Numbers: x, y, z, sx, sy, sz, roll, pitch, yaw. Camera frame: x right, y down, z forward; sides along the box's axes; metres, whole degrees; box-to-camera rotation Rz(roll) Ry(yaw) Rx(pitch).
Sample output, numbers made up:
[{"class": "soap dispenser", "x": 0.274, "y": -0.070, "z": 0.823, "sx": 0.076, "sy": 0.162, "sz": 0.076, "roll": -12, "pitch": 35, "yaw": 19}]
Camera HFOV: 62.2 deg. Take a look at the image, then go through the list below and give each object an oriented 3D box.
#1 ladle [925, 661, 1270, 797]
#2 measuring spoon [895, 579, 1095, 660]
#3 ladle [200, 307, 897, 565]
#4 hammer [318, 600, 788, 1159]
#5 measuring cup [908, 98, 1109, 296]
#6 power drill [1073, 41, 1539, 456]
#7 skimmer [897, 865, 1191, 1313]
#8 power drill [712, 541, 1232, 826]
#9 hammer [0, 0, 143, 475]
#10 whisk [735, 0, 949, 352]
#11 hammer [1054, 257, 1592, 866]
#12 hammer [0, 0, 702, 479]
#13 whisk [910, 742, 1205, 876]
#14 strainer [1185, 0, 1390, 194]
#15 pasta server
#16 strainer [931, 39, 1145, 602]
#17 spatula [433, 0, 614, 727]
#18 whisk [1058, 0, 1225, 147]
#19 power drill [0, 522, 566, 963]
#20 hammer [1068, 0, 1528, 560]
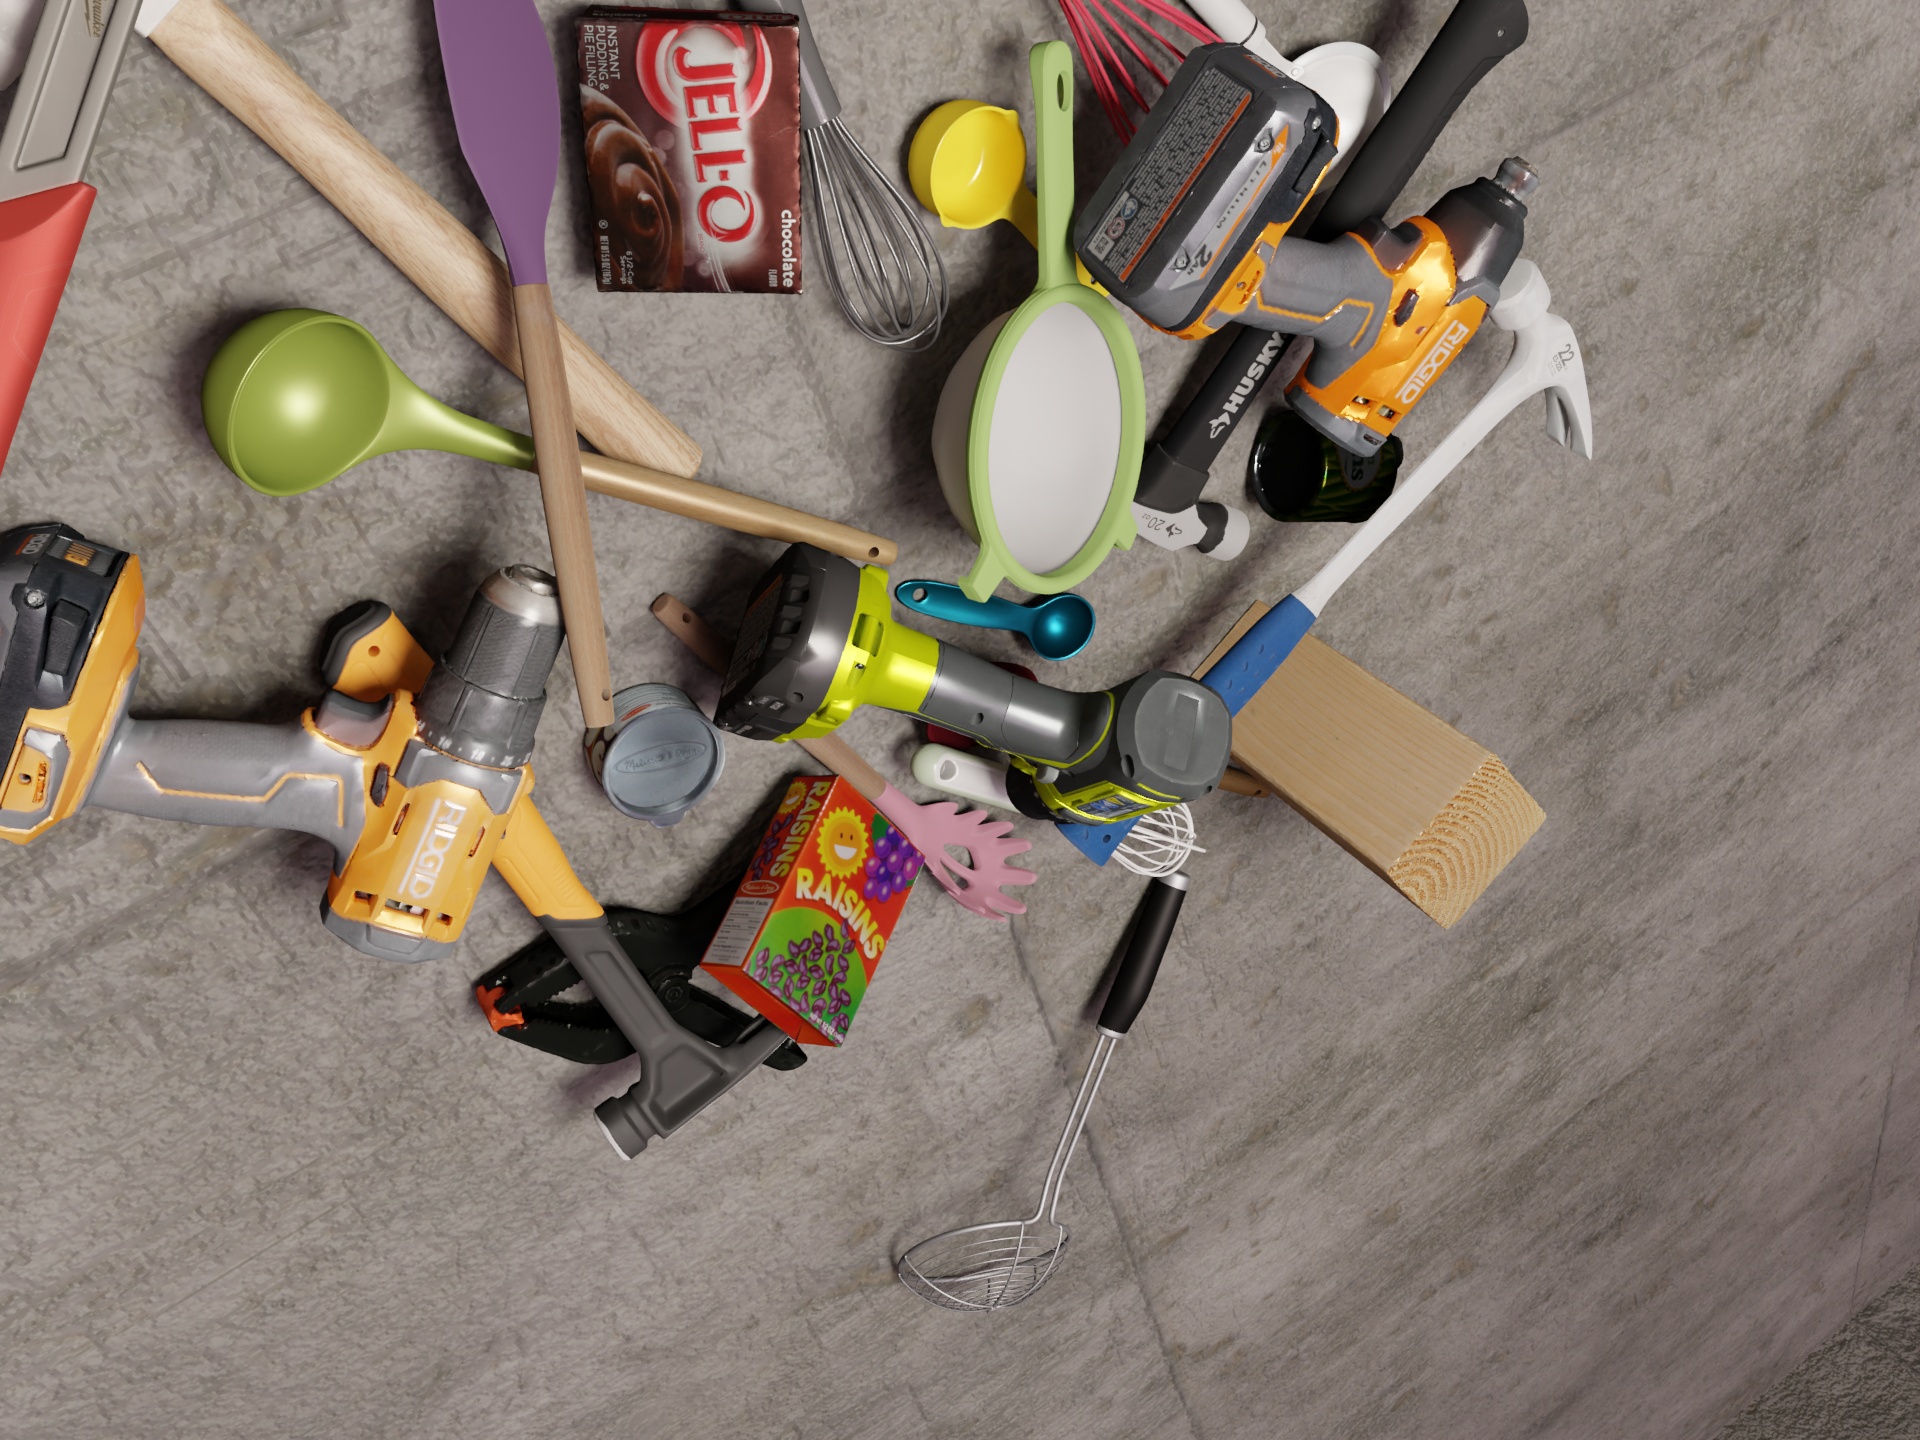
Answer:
[{"class": "ladle", "x": 0.097, "y": 0.015, "z": 0.996, "sx": 0.315, "sy": 0.031, "sz": 0.069, "roll": 16, "pitch": 124, "yaw": -41}, {"class": "measuring spoon", "x": 0.018, "y": -0.065, "z": 0.908, "sx": 0.128, "sy": 0.021, "sz": 0.042, "roll": 11, "pitch": 112, "yaw": -27}, {"class": "ladle", "x": -0.161, "y": -0.105, "z": 0.699, "sx": 0.320, "sy": 0.062, "sz": 0.078, "roll": 12, "pitch": 114, "yaw": -33}, {"class": "hammer", "x": -0.202, "y": 0.076, "z": 0.802, "sx": 0.127, "sy": 0.034, "sz": 0.336, "roll": -36, "pitch": 122, "yaw": -14}, {"class": "measuring cup", "x": 0.029, "y": -0.254, "z": 0.795, "sx": 0.156, "sy": 0.029, "sz": 0.062, "roll": 24, "pitch": 103, "yaw": -52}, {"class": "power drill", "x": 0.181, "y": -0.233, "z": 0.771, "sx": 0.226, "sy": 0.084, "sz": 0.164, "roll": 15, "pitch": 121, "yaw": -42}, {"class": "skimmer", "x": 0.066, "y": 0.262, "z": 1.127, "sx": 0.127, "sy": 0.090, "sz": 0.363, "roll": 17, "pitch": 97, "yaw": -36}, {"class": "power drill", "x": -0.001, "y": -0.003, "z": 0.806, "sx": 0.228, "sy": 0.190, "sz": 0.080, "roll": 19, "pitch": 74, "yaw": -16}, {"class": "hammer", "x": -0.323, "y": -0.140, "z": 0.549, "sx": 0.149, "sy": 0.037, "sz": 0.359, "roll": 20, "pitch": 98, "yaw": -21}, {"class": "whisk", "x": -0.062, "y": -0.269, "z": 0.707, "sx": 0.055, "sy": 0.055, "sz": 0.238, "roll": -34, "pitch": 127, "yaw": -11}, {"class": "hammer", "x": 0.210, "y": -0.071, "z": 0.926, "sx": 0.405, "sy": 0.035, "sz": 0.143, "roll": -47, "pitch": 133, "yaw": 5}, {"class": "hammer", "x": -0.222, "y": -0.202, "z": 0.652, "sx": 0.130, "sy": 0.031, "sz": 0.331, "roll": -47, "pitch": 132, "yaw": 1}, {"class": "whisk", "x": 0.064, "y": 0.052, "z": 0.974, "sx": 0.246, "sy": 0.059, "sz": 0.058, "roll": 18, "pitch": 90, "yaw": -40}, {"class": "strainer", "x": 0.149, "y": -0.340, "z": 0.807, "sx": 0.258, "sy": 0.050, "sz": 0.087, "roll": 28, "pitch": 114, "yaw": -37}, {"class": "pasta server", "x": -0.058, "y": 0.025, "z": 0.894, "sx": 0.315, "sy": 0.040, "sz": 0.060, "roll": 44, "pitch": 56, "yaw": -40}, {"class": "strainer", "x": 0.026, "y": -0.191, "z": 0.777, "sx": 0.151, "sy": 0.069, "sz": 0.256, "roll": -25, "pitch": 119, "yaw": -49}, {"class": "spatula", "x": -0.171, "y": -0.152, "z": 0.652, "sx": 0.060, "sy": 0.018, "sz": 0.316, "roll": -22, "pitch": 109, "yaw": -56}, {"class": "whisk", "x": 0.053, "y": -0.338, "z": 0.731, "sx": 0.295, "sy": 0.073, "sz": 0.073, "roll": 34, "pitch": 96, "yaw": -35}, {"class": "power drill", "x": -0.288, "y": -0.008, "z": 0.666, "sx": 0.226, "sy": 0.084, "sz": 0.185, "roll": 21, "pitch": 105, "yaw": -25}, {"class": "hammer", "x": 0.181, "y": -0.238, "z": 0.847, "sx": 0.146, "sy": 0.035, "sz": 0.334, "roll": 14, "pitch": 122, "yaw": -36}]
